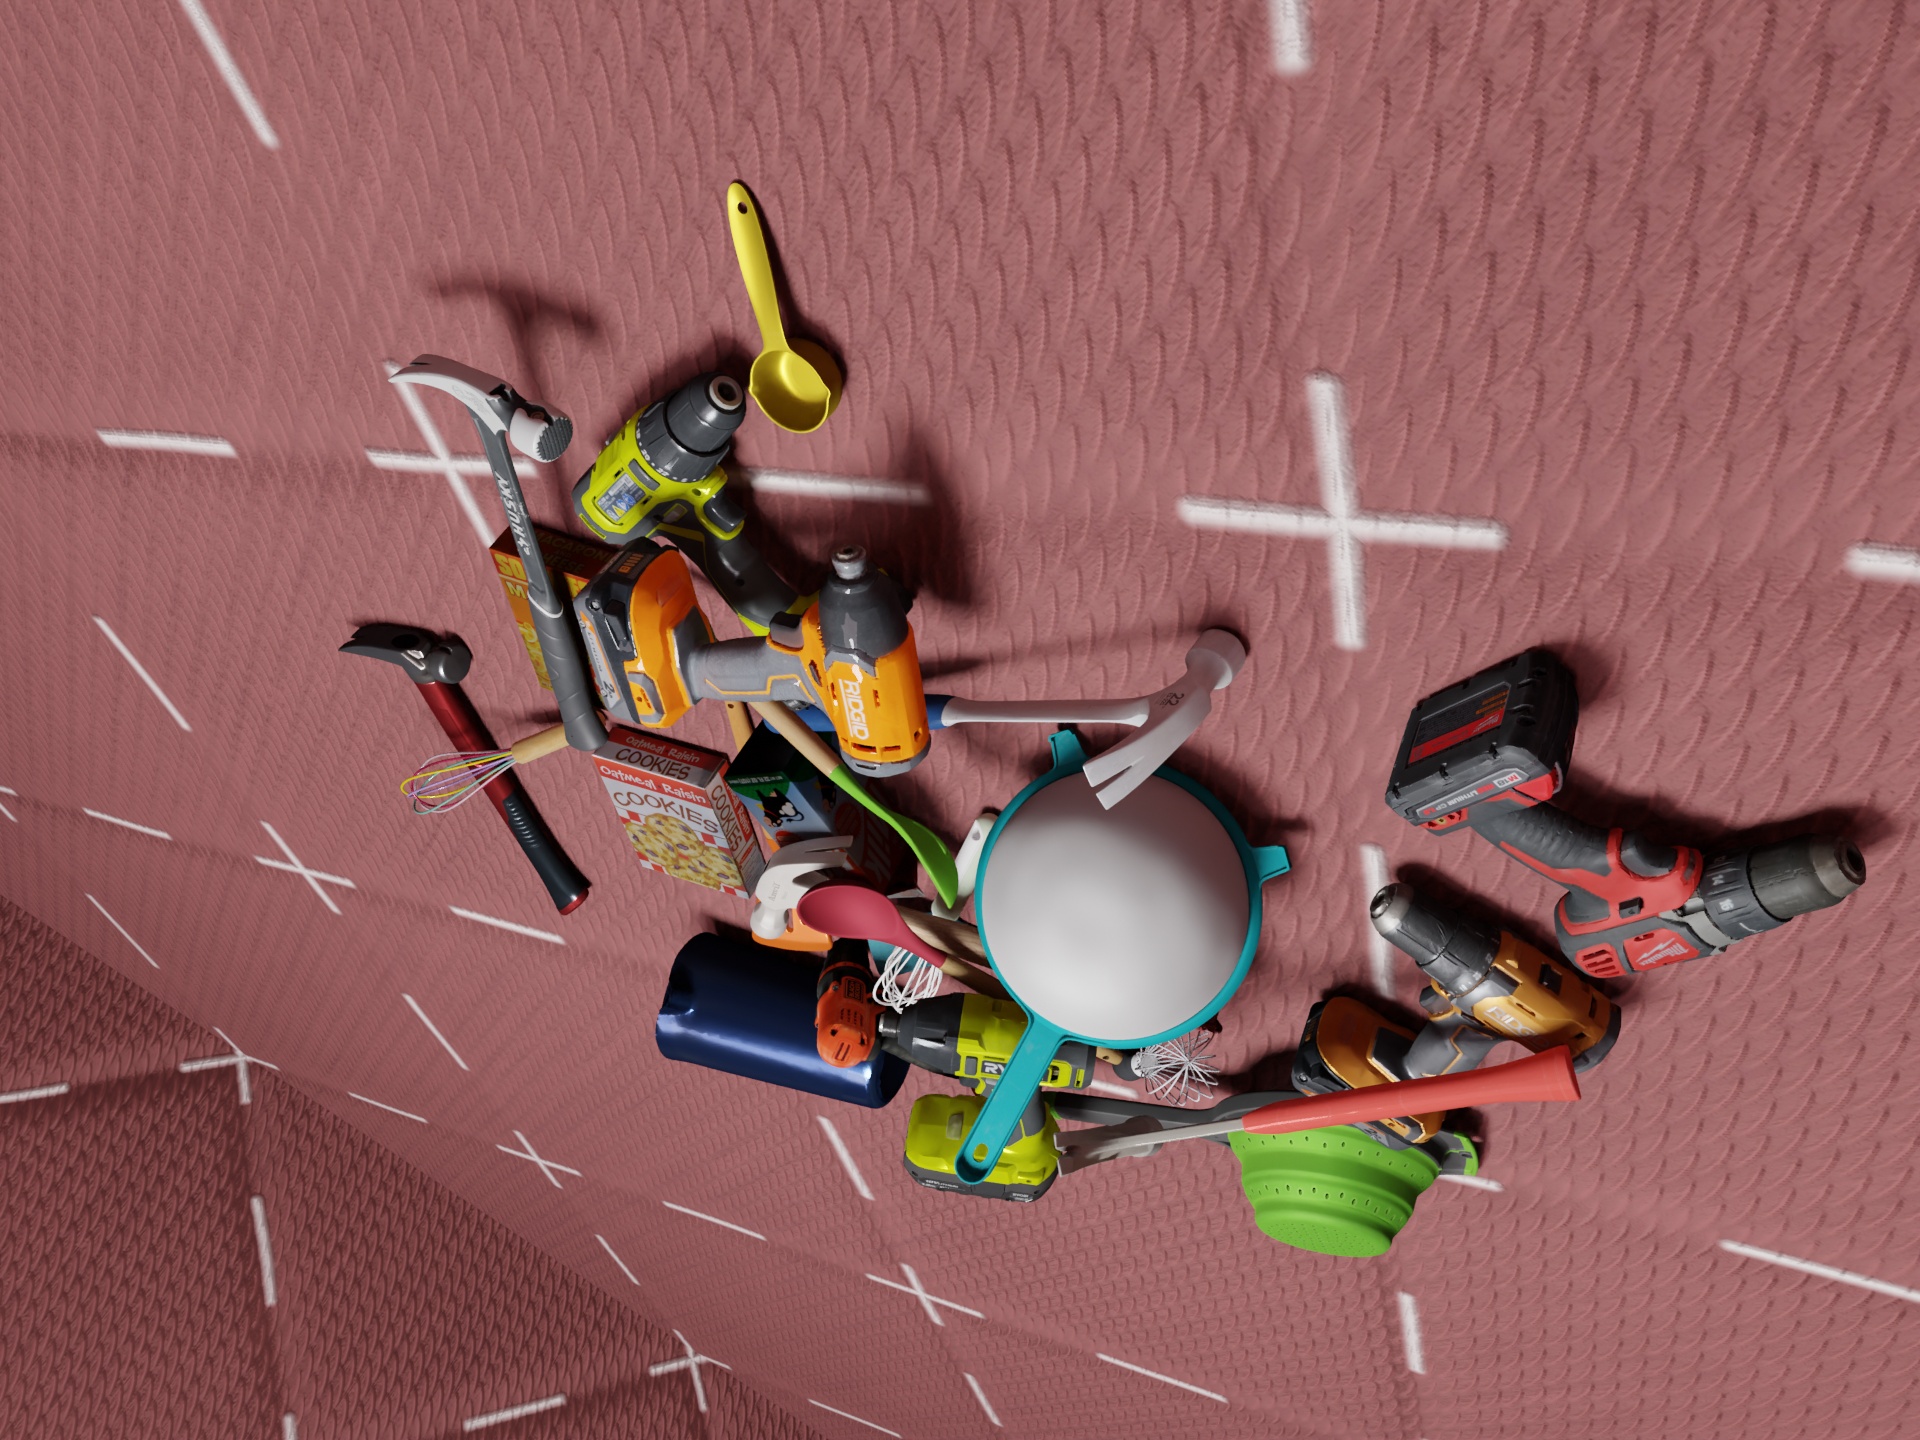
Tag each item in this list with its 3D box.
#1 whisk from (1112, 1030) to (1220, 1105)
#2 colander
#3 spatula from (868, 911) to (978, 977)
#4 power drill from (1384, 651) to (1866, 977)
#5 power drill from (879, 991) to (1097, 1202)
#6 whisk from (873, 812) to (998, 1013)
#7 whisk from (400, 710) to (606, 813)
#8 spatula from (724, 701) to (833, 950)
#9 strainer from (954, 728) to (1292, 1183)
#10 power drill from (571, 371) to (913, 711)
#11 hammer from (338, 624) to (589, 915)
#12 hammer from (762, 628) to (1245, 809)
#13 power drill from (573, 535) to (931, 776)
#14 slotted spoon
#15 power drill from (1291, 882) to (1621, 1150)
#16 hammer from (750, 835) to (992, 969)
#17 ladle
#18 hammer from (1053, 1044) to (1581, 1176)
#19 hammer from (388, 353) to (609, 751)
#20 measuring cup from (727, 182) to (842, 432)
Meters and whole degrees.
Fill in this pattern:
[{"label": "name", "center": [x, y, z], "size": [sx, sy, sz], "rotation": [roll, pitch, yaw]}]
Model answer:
[{"label": "whisk", "center": [0.160, 0.287, 1.326], "size": [0.070, 0.070, 0.284], "rotation": [29, 167, 2]}, {"label": "colander", "center": [0.232, 0.385, 1.359], "size": [0.397, 0.095, 0.204], "rotation": [2, 149, 23]}, {"label": "spatula", "center": [0.069, 0.216, 1.377], "size": [0.317, 0.044, 0.082], "rotation": [10, 131, 25]}, {"label": "power drill", "center": [0.387, 0.062, 0.938], "size": [0.226, 0.080, 0.188], "rotation": [38, 144, -14]}, {"label": "power drill", "center": [0.017, 0.306, 1.316], "size": [0.171, 0.080, 0.223], "rotation": [7, 137, 3]}, {"label": "whisk", "center": [-0.017, 0.165, 1.337], "size": [0.059, 0.058, 0.246], "rotation": [0, 134, -29]}, {"label": "whisk", "center": [-0.427, 0.037, 1.471], "size": [0.245, 0.051, 0.047], "rotation": [-20, 125, 26]}, {"label": "spatula", "center": [-0.172, 0.091, 1.404], "size": [0.081, 0.041, 0.322], "rotation": [5, 137, 13]}, {"label": "strainer", "center": [0.071, 0.187, 1.116], "size": [0.211, 0.340, 0.095], "rotation": [29, -172, 15]}, {"label": "power drill", "center": [-0.145, -0.125, 1.096], "size": [0.228, 0.080, 0.190], "rotation": [45, 143, -14]}, {"label": "hammer", "center": [-0.476, 0.059, 1.588], "size": [0.143, 0.038, 0.385], "rotation": [11, 140, 28]}, {"label": "hammer", "center": [-0.002, -0.004, 1.113], "size": [0.406, 0.144, 0.035], "rotation": [0, 128, 45]}, {"label": "power drill", "center": [-0.133, -0.055, 1.039], "size": [0.226, 0.084, 0.164], "rotation": [11, 133, 21]}, {"label": "slotted spoon", "center": [-0.109, 0.018, 1.168], "size": [0.314, 0.031, 0.070], "rotation": [43, 172, 11]}, {"label": "power drill", "center": [0.332, 0.214, 1.157], "size": [0.185, 0.084, 0.226], "rotation": [34, 140, -4]}, {"label": "hammer", "center": [-0.004, 0.176, 1.291], "size": [0.331, 0.031, 0.130], "rotation": [18, 136, -2]}, {"label": "ladle", "center": [0.007, 0.204, 1.276], "size": [0.315, 0.031, 0.069], "rotation": [32, 129, -19]}, {"label": "hammer", "center": [0.248, 0.277, 1.124], "size": [0.359, 0.037, 0.149], "rotation": [-17, 164, 28]}, {"label": "hammer", "center": [-0.322, -0.105, 1.199], "size": [0.149, 0.036, 0.408], "rotation": [30, 149, 20]}, {"label": "measuring cup", "center": [-0.110, -0.252, 0.969], "size": [0.062, 0.029, 0.156], "rotation": [7, 126, 30]}]
